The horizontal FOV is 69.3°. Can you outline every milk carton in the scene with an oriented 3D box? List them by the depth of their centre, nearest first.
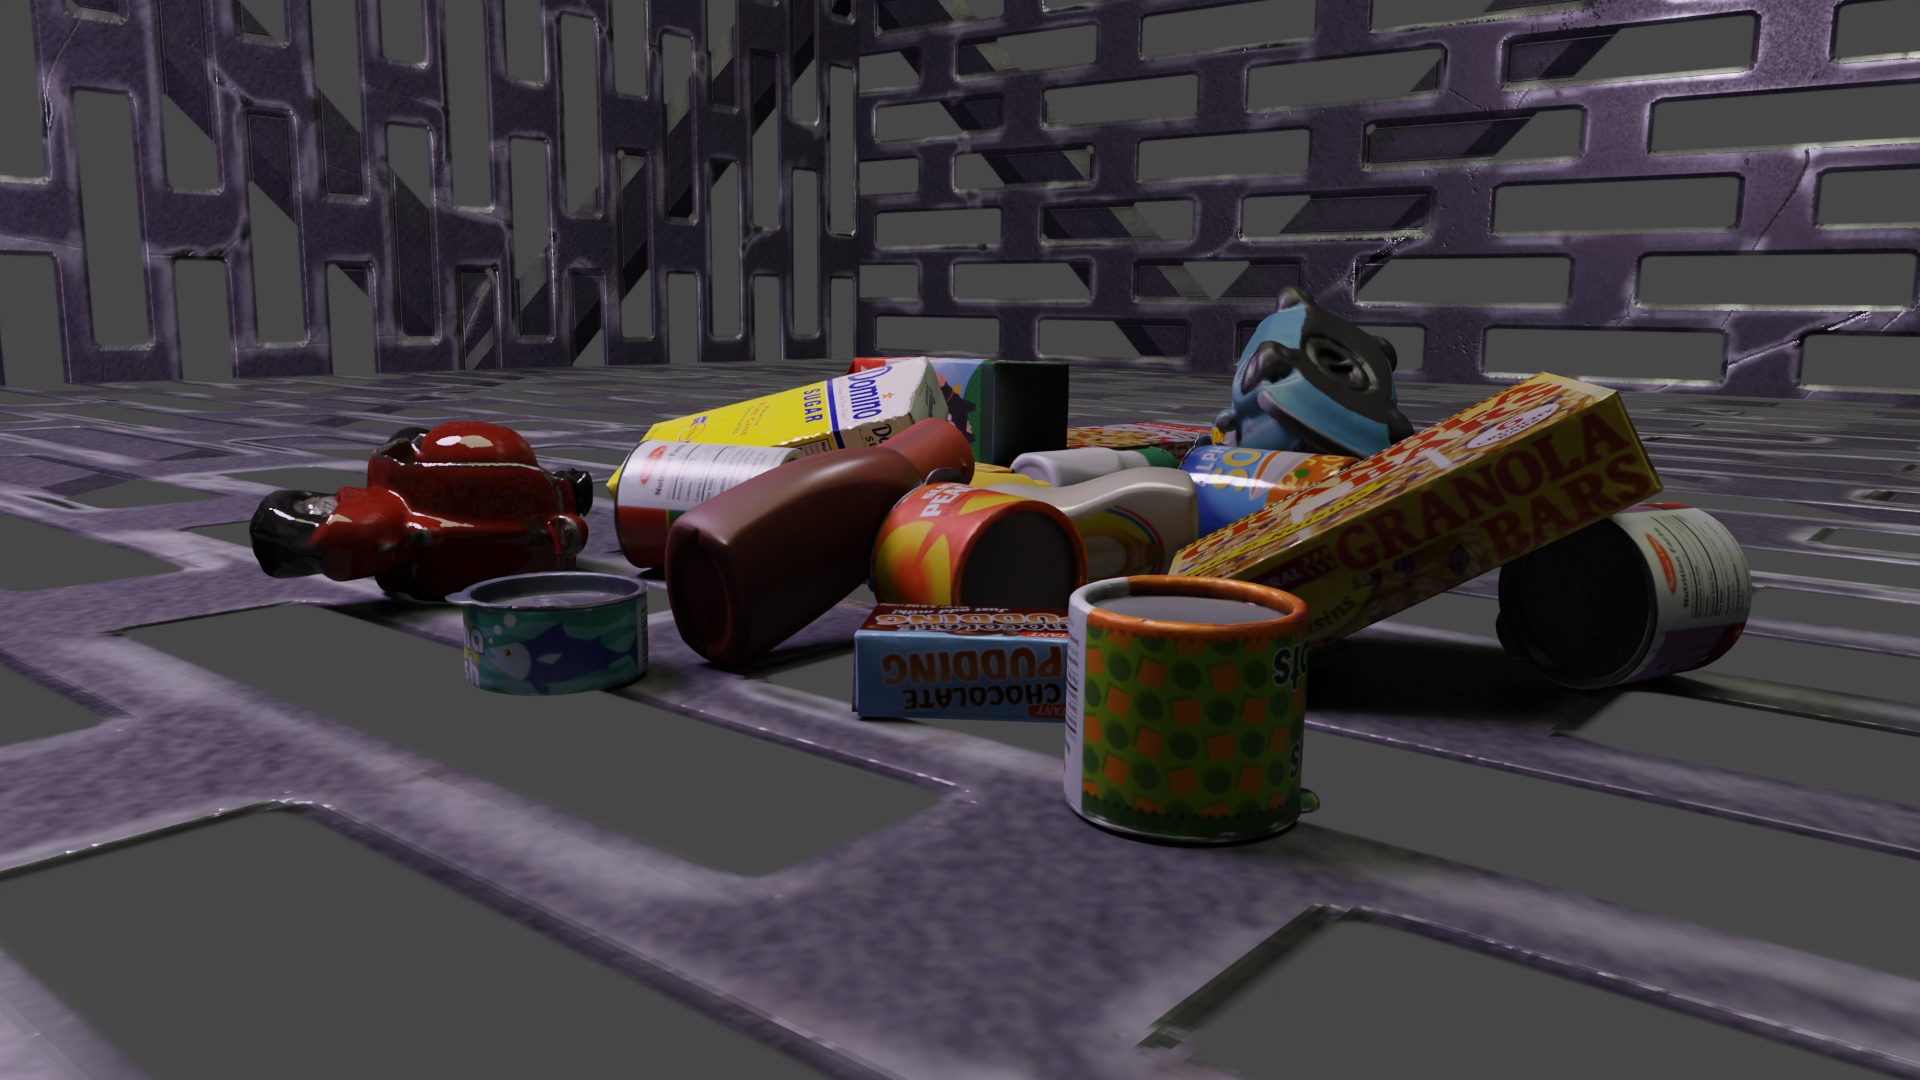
[{"bbox_3d":[-0.015,-0.093,0.984,0.072,0.073,0.190,-6,11,-40],"label":"milk carton"}]

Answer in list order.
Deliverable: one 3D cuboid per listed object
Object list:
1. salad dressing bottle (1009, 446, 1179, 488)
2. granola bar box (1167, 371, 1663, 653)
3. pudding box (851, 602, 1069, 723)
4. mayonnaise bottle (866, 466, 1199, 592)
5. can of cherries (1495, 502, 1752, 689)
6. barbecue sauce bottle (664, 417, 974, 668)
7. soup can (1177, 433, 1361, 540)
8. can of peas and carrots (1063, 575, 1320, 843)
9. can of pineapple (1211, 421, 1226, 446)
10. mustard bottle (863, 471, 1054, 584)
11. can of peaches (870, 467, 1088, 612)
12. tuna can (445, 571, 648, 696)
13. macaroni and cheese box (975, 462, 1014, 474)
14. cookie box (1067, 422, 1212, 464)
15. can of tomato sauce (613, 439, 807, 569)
[{"bbox_3d":[0.093,-0.040,0.923,0.064,0.044,0.148,15,16,40],"label":"salad dressing bottle"},{"bbox_3d":[0.160,-0.005,0.521,0.165,0.039,0.124,-27,3,15],"label":"granola bar box"},{"bbox_3d":[0.007,0.042,0.478,0.084,0.030,0.050,2,11,7],"label":"pudding box"},{"bbox_3d":[0.032,0.003,0.626,0.148,0.064,0.041,-3,21,3],"label":"mayonnaise bottle"},{"bbox_3d":[0.246,0.020,0.519,0.058,0.071,0.071,-5,11,-29],"label":"can of cherries"},{"bbox_3d":[-0.051,-0.008,0.562,0.044,0.064,0.149,21,36,30],"label":"barbecue sauce bottle"},{"bbox_3d":[0.157,-0.016,0.702,0.084,0.071,0.071,8,12,36],"label":"soup can"},{"bbox_3d":[0.064,0.044,0.383,0.071,0.058,0.071,0,10,0],"label":"can of peas and carrots"},{"bbox_3d":[0.203,-0.052,0.955,0.071,0.057,0.071,0,9,0],"label":"can of pineapple"},{"bbox_3d":[0.003,-0.009,0.713,0.160,0.048,0.065,-3,24,-29],"label":"mustard bottle"},{"bbox_3d":[0.008,0.010,0.542,0.071,0.071,0.058,-6,12,-34],"label":"can of peaches"},{"bbox_3d":[-0.150,0.033,0.508,0.071,0.032,0.071,1,9,0],"label":"tuna can"},{"bbox_3d":[-0.066,-0.031,0.867,0.124,0.040,0.166,-7,13,-37],"label":"macaroni and cheese box"},{"bbox_3d":[0.126,-0.063,1.071,0.168,0.040,0.123,-7,13,-34],"label":"cookie box"},{"bbox_3d":[-0.121,-0.015,0.702,0.083,0.071,0.071,4,10,16],"label":"can of tomato sauce"}]
